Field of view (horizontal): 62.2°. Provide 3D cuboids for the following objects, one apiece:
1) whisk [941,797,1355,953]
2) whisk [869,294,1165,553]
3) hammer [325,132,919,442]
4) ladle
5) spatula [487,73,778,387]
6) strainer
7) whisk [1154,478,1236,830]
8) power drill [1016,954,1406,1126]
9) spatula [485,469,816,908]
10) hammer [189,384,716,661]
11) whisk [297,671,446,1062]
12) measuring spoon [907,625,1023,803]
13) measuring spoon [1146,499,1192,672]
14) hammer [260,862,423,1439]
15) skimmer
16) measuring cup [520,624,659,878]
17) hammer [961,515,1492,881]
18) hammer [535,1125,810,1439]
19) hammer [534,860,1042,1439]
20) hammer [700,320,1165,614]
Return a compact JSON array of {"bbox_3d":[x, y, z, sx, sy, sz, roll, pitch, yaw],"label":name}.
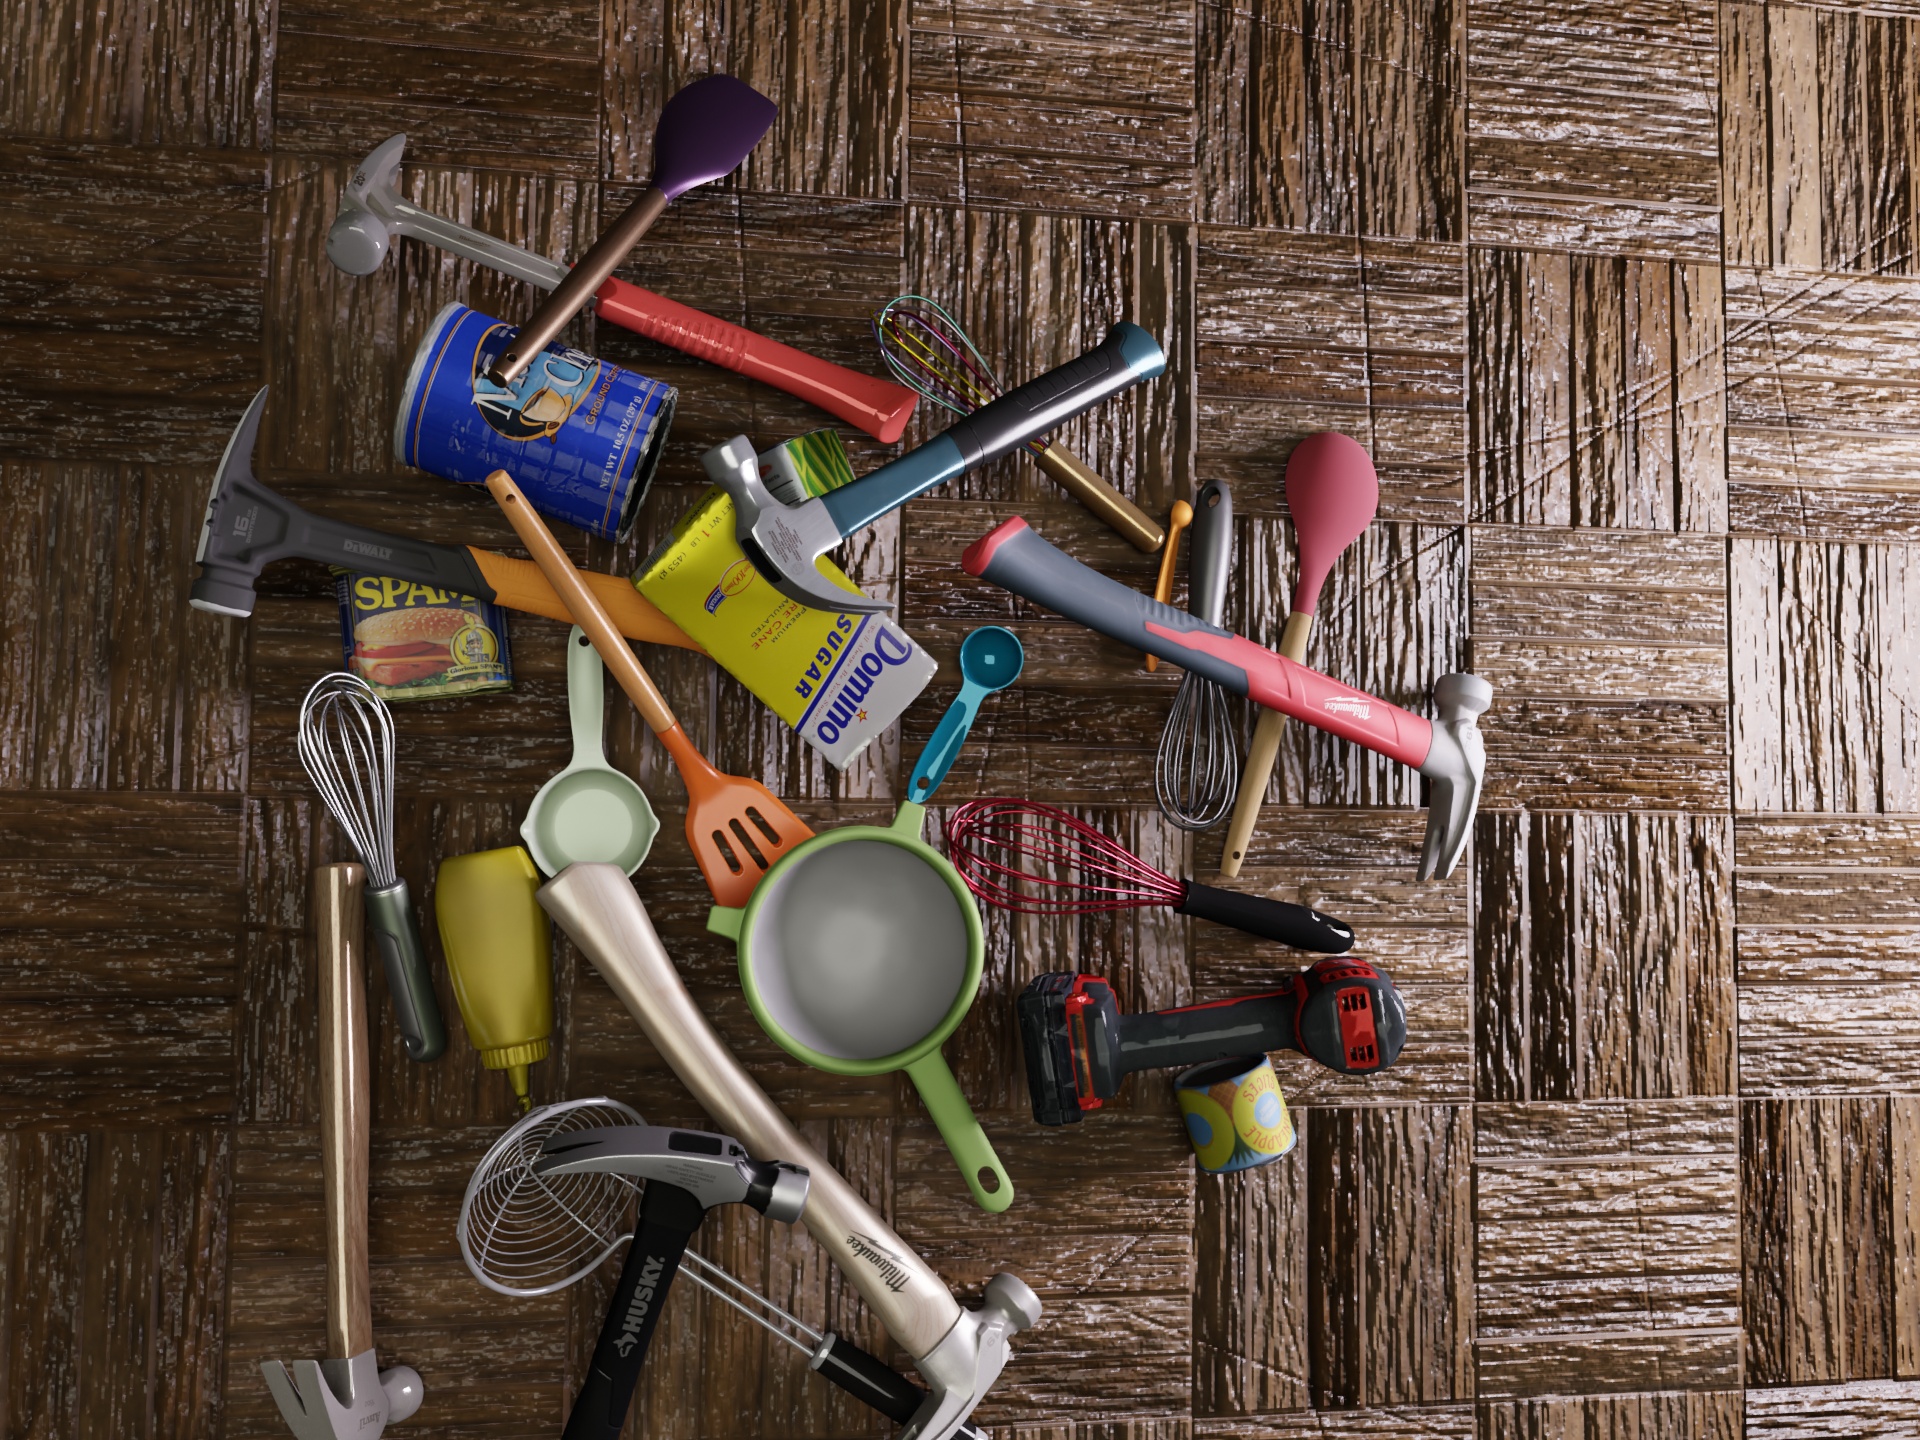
[{"bbox_3d":[0.125,0.110,1.030,0.295,0.073,0.073,16,84,-15],"label":"whisk"},{"bbox_3d":[0.039,-0.193,1.045,0.245,0.047,0.051,38,80,-10],"label":"whisk"},{"bbox_3d":[-0.196,-0.258,0.989,0.359,0.149,0.036,18,125,-17],"label":"hammer"},{"bbox_3d":[0.222,-0.047,1.073,0.069,0.031,0.315,17,86,-9],"label":"ladle"},{"bbox_3d":[-0.197,-0.302,0.955,0.059,0.018,0.316,30,55,-7],"label":"spatula"},{"bbox_3d":[-0.040,0.188,0.992,0.151,0.069,0.256,-29,92,-13],"label":"strainer"},{"bbox_3d":[0.162,-0.045,1.053,0.055,0.055,0.239,7,81,-9],"label":"whisk"},{"bbox_3d":[0.158,0.187,0.992,0.226,0.188,0.080,-9,87,8],"label":"power drill"},{"bbox_3d":[-0.186,-0.012,0.950,0.081,0.041,0.322,-35,123,-10],"label":"spatula"},{"bbox_3d":[-0.261,-0.089,0.938,0.336,0.034,0.127,14,85,-27],"label":"hammer"},{"bbox_3d":[-0.341,0.090,0.935,0.058,0.059,0.246,0,108,28],"label":"whisk"},{"bbox_3d":[-0.002,-0.003,1.040,0.042,0.021,0.128,29,92,-8],"label":"measuring spoon"},{"bbox_3d":[0.140,-0.089,1.060,0.011,0.021,0.117,11,90,33],"label":"measuring spoon"},{"bbox_3d":[-0.359,0.248,0.925,0.031,0.130,0.331,-7,79,5],"label":"hammer"},{"bbox_3d":[-0.130,0.356,0.956,0.363,0.090,0.127,35,79,-6],"label":"skimmer"},{"bbox_3d":[-0.230,0.021,0.987,0.083,0.038,0.167,-2,85,-10],"label":"measuring cup"},{"bbox_3d":[0.172,-0.022,1.010,0.386,0.038,0.143,21,73,-19],"label":"hammer"},{"bbox_3d":[-0.208,0.381,0.915,0.146,0.035,0.334,18,104,-11],"label":"hammer"},{"bbox_3d":[-0.120,0.258,0.953,0.146,0.038,0.410,-42,98,-34],"label":"hammer"},{"bbox_3d":[0.004,-0.171,0.976,0.331,0.033,0.128,-33,102,-29],"label":"hammer"}]
